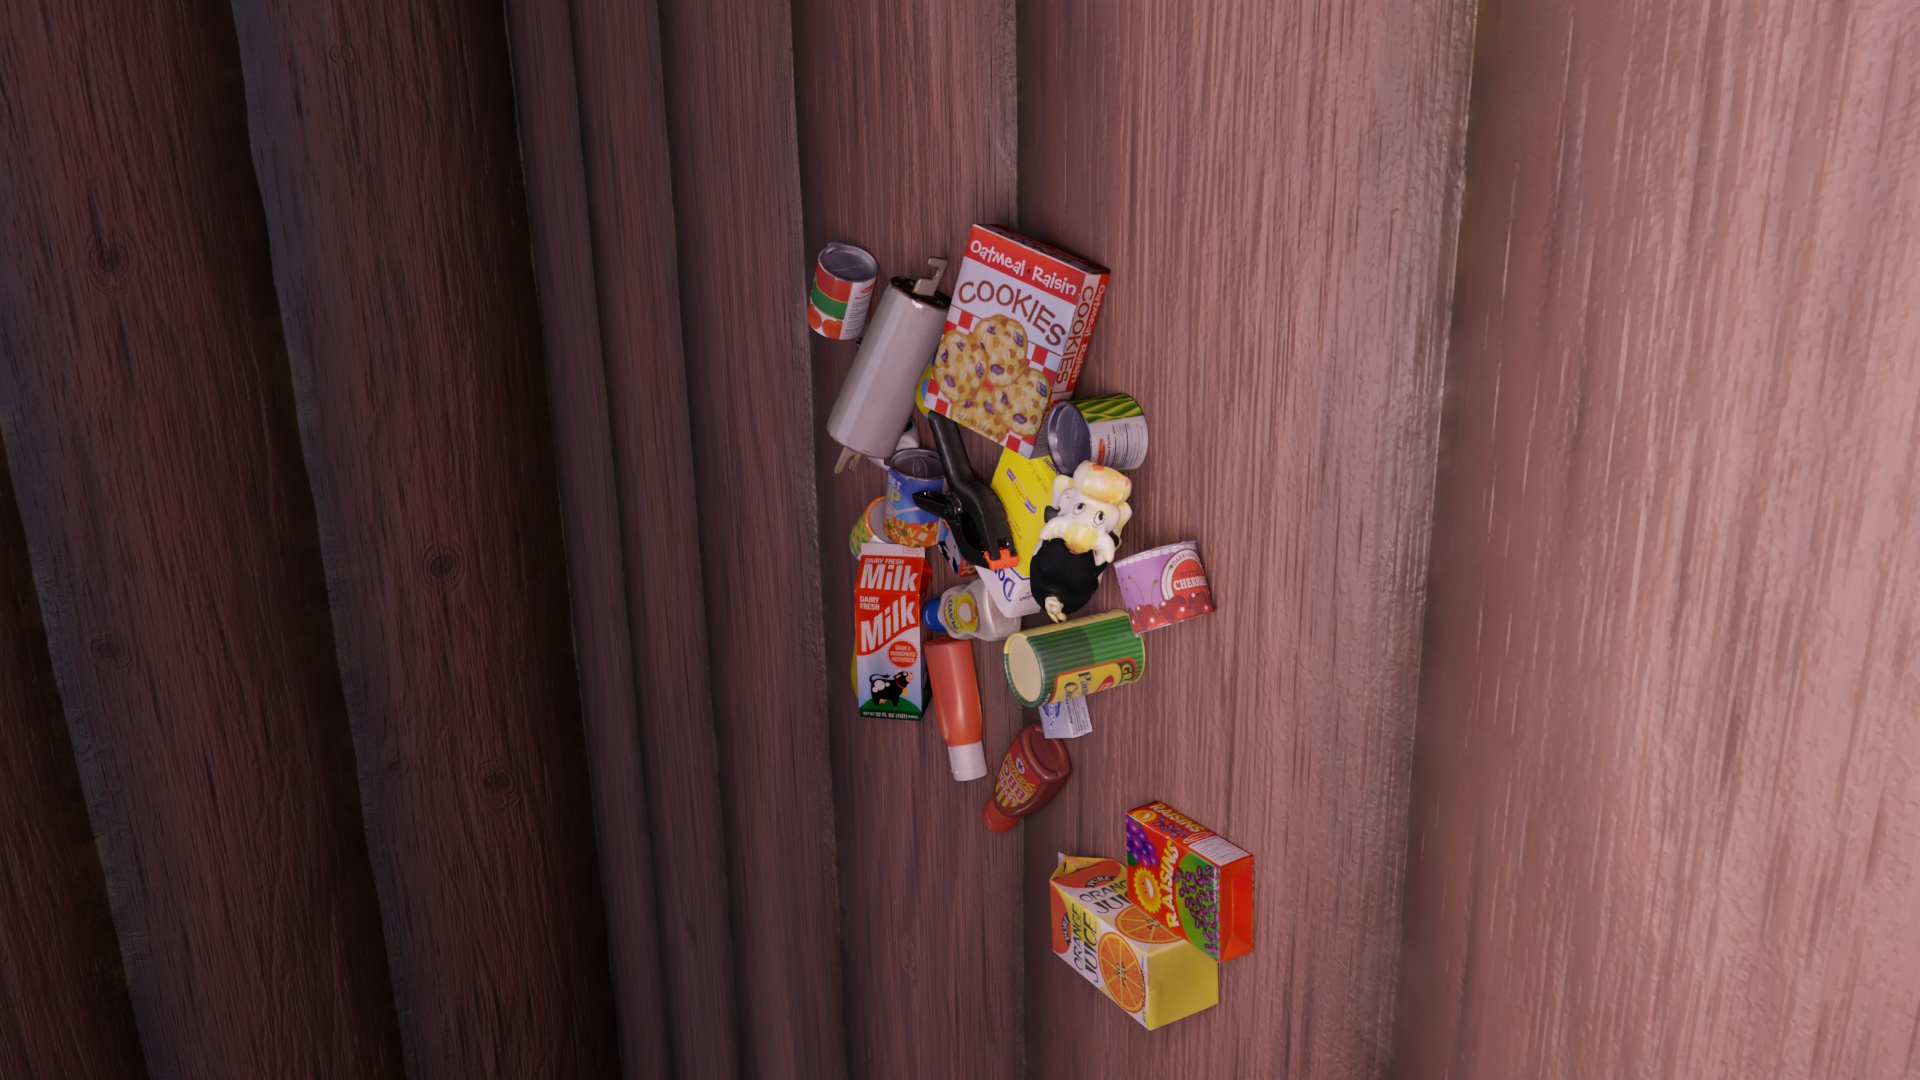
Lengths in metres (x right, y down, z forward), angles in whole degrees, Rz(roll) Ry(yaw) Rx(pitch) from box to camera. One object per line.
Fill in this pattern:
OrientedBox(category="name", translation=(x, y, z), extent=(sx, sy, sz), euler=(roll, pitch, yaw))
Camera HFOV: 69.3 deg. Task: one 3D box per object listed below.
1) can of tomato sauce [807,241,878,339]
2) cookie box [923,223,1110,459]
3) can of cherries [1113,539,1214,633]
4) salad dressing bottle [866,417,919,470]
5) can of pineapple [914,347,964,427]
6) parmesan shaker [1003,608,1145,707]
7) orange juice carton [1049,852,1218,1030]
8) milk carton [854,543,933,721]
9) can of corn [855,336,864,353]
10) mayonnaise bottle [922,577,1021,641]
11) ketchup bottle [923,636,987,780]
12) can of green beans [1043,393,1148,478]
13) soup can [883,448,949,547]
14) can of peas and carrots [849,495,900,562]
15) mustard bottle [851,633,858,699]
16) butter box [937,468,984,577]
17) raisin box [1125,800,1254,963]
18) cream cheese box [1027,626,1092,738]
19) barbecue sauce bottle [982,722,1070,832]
OrientedBox(category="can of tomato sauce", translation=(-0.131, -0.273, 1.523), extent=(0.071, 0.071, 0.082), euler=(60, 148, 32))
OrientedBox(category="cookie box", translation=(0.046, -0.170, 1.180), extent=(0.123, 0.040, 0.166), euler=(30, 116, 30))
OrientedBox(category="can of cherries", translation=(0.160, 0.036, 1.079), extent=(0.071, 0.072, 0.058), euler=(-29, 74, 61))
OrientedBox(category="salad dressing bottle", translation=(-0.089, -0.132, 1.506), extent=(0.148, 0.064, 0.043), euler=(-122, 24, -48))
OrientedBox(category="can of pineapple", translation=(-0.004, -0.147, 1.326), extent=(0.071, 0.071, 0.057), euler=(69, 151, 20))
OrientedBox(category="parmesan shaker", translation=(0.095, 0.101, 1.184), extent=(0.071, 0.103, 0.071), euler=(31, 127, 55))
OrientedBox(category="orange juice carton", translation=(0.138, 0.342, 1.220), extent=(0.193, 0.073, 0.071), euler=(22, 119, 59))
OrientedBox(category="milk carton", translation=(-0.071, 0.093, 1.503), extent=(0.074, 0.072, 0.189), euler=(-62, -28, -69))
OrientedBox(category="can of corn", translation=(-0.077, -0.180, 1.453), extent=(0.071, 0.071, 0.058), euler=(30, 126, 56))
OrientedBox(category="mayonnaise bottle", translation=(0.009, 0.072, 1.405), extent=(0.148, 0.041, 0.064), euler=(-13, 87, 62))
OrientedBox(category="ketchup bottle", translation=(-0.003, 0.176, 1.462), extent=(0.064, 0.044, 0.148), euler=(-6, 94, 64))
OrientedBox(category="can of green beans", translation=(0.112, -0.085, 1.136), extent=(0.071, 0.058, 0.071), euler=(31, 126, 55))
OrientedBox(category="soup can", translation=(-0.047, -0.044, 1.440), extent=(0.071, 0.071, 0.083), euler=(47, 139, 46))
OrientedBox(category="can of peas and carrots", translation=(-0.082, -0.011, 1.525), extent=(0.058, 0.071, 0.071), euler=(-50, 56, 55))
OrientedBox(category="mustard bottle", translation=(-0.088, 0.109, 1.584), extent=(0.049, 0.065, 0.159), euler=(34, 123, 58))
OrientedBox(category="butter box", translation=(0.005, -0.018, 1.400), extent=(0.053, 0.024, 0.103), euler=(55, 144, 40))
OrientedBox(category="raisin box", translation=(0.187, 0.277, 1.141), extent=(0.123, 0.040, 0.086), euler=(21, 118, 58))
OrientedBox(category="cream cheese box", translation=(0.090, 0.131, 1.291), extent=(0.053, 0.024, 0.104), euler=(-17, 84, 61))
OrientedBox(category="barbecue sauce bottle", translation=(0.061, 0.240, 1.364), extent=(0.065, 0.044, 0.147), euler=(63, 149, 27))
